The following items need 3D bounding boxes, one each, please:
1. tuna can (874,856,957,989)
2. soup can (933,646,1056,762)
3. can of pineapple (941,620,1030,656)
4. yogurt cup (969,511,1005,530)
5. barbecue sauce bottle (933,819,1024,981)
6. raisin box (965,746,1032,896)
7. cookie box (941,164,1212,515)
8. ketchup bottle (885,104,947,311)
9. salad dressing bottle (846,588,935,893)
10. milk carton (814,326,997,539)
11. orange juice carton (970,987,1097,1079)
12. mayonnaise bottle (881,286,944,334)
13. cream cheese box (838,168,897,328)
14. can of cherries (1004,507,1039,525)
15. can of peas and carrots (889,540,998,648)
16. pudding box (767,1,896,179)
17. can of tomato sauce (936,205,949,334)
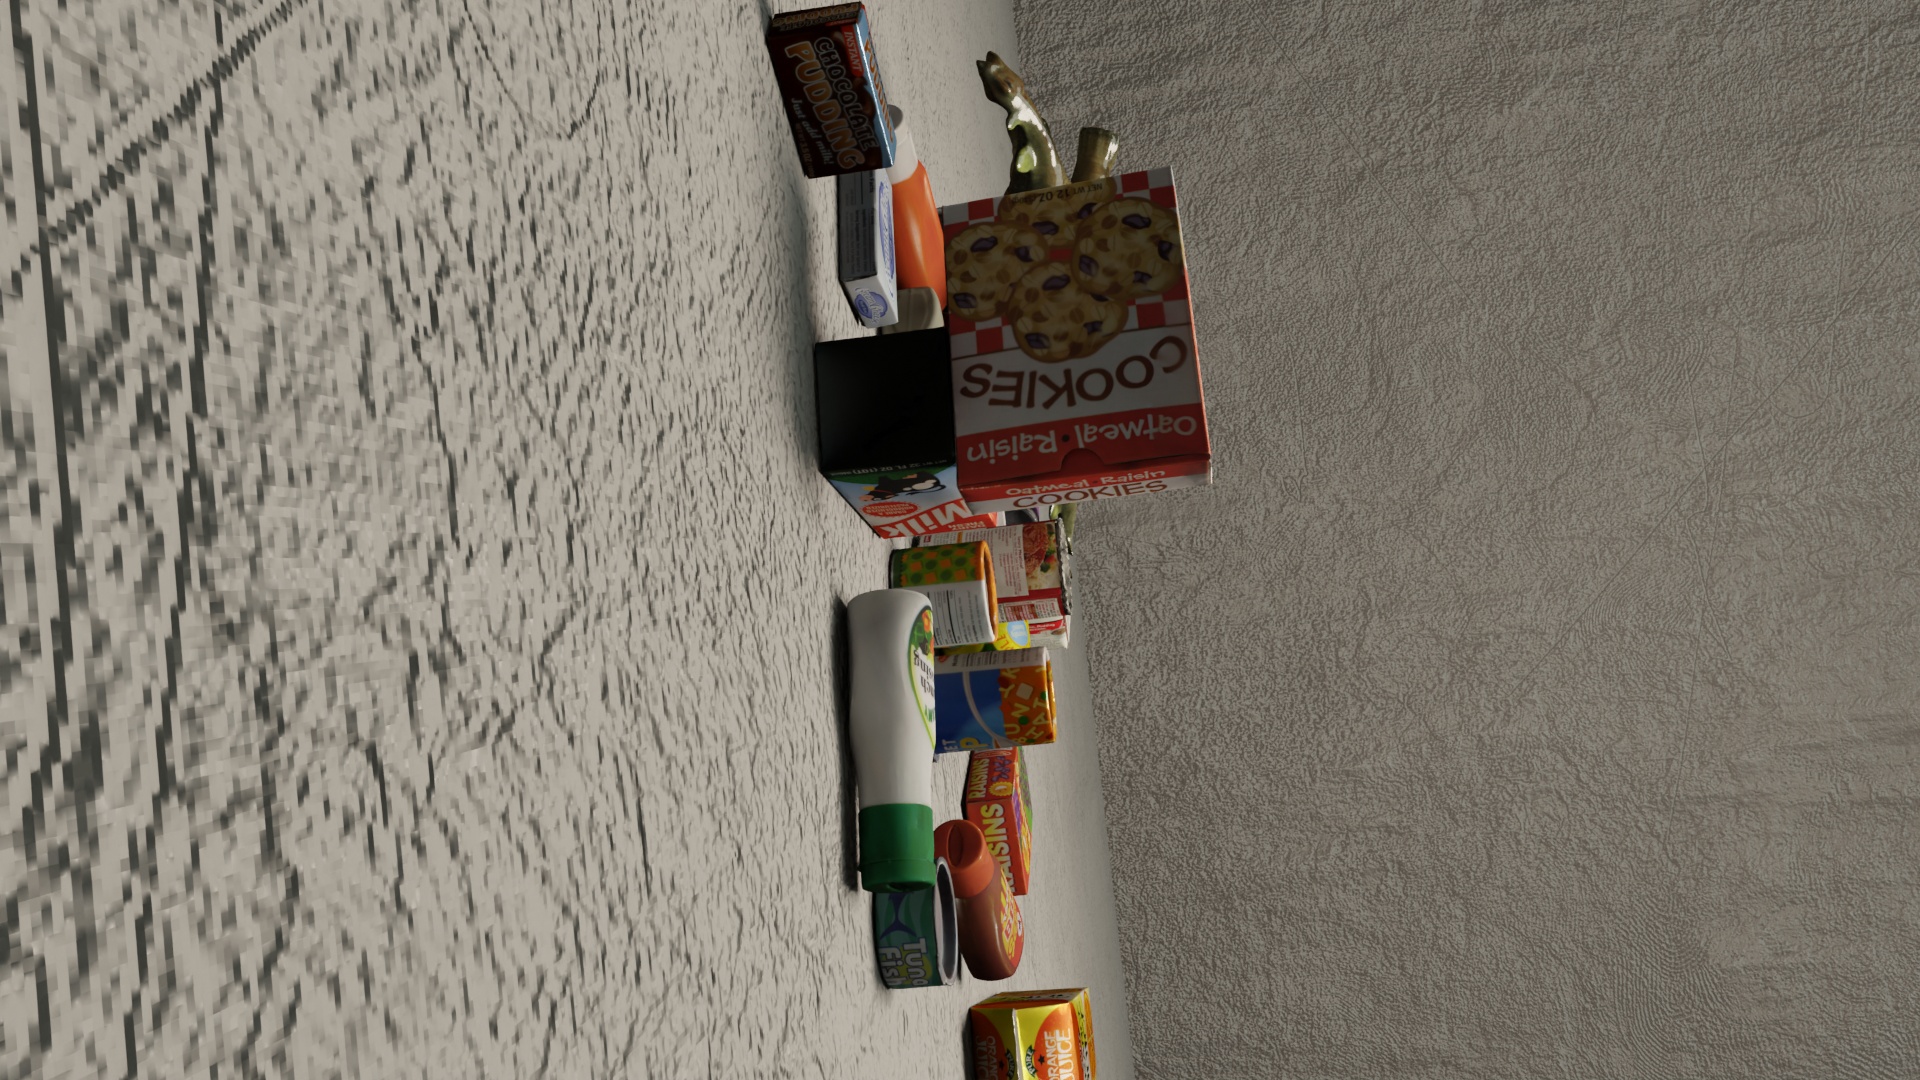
[{"bbox_3d":[-0.023,0.203,0.729,0.071,0.033,0.071,-9,93,-82],"label":"tuna can"},{"bbox_3d":[0.020,0.110,0.932,0.071,0.084,0.071,-9,93,-83],"label":"soup can"},{"bbox_3d":[0.020,0.075,1.013,0.070,0.071,0.058,66,18,-66],"label":"can of pineapple"},{"bbox_3d":[0.004,-0.013,1.027,0.072,0.054,0.072,-9,93,-82],"label":"yogurt cup"},{"bbox_3d":[0.010,0.231,0.903,0.147,0.044,0.065,73,14,-50],"label":"barbecue sauce bottle"},{"bbox_3d":[0.031,0.212,1.094,0.124,0.040,0.085,-77,160,-72],"label":"raisin box"},{"bbox_3d":[0.057,-0.102,0.705,0.040,0.123,0.168,59,26,-65],"label":"cookie box"},{"bbox_3d":[-0.038,-0.223,0.938,0.148,0.043,0.065,73,16,-52],"label":"ketchup bottle"},{"bbox_3d":[-0.034,0.100,0.698,0.064,0.044,0.148,69,17,-66],"label":"salad dressing bottle"},{"bbox_3d":[-0.024,-0.050,0.796,0.190,0.072,0.073,53,31,-73],"label":"milk carton"},{"bbox_3d":[0.053,0.365,0.996,0.192,0.073,0.072,55,29,-73],"label":"orange juice carton"},{"bbox_3d":[-0.021,-0.102,0.973,0.147,0.041,0.065,74,12,-45],"label":"mayonnaise bottle"},{"bbox_3d":[-0.057,-0.188,0.848,0.053,0.024,0.104,64,21,-64],"label":"cream cheese box"},{"bbox_3d":[0.039,-0.021,1.238,0.059,0.071,0.071,-87,168,-56],"label":"can of cherries"},{"bbox_3d":[-0.009,0.033,0.878,0.071,0.059,0.071,-9,93,-83],"label":"can of peas and carrots"},{"bbox_3d":[-0.066,-0.235,0.729,0.030,0.049,0.083,-87,168,-44],"label":"pudding box"},{"bbox_3d":[-0.002,-0.213,1.096,0.082,0.071,0.071,71,15,-57],"label":"can of tomato sauce"}]
